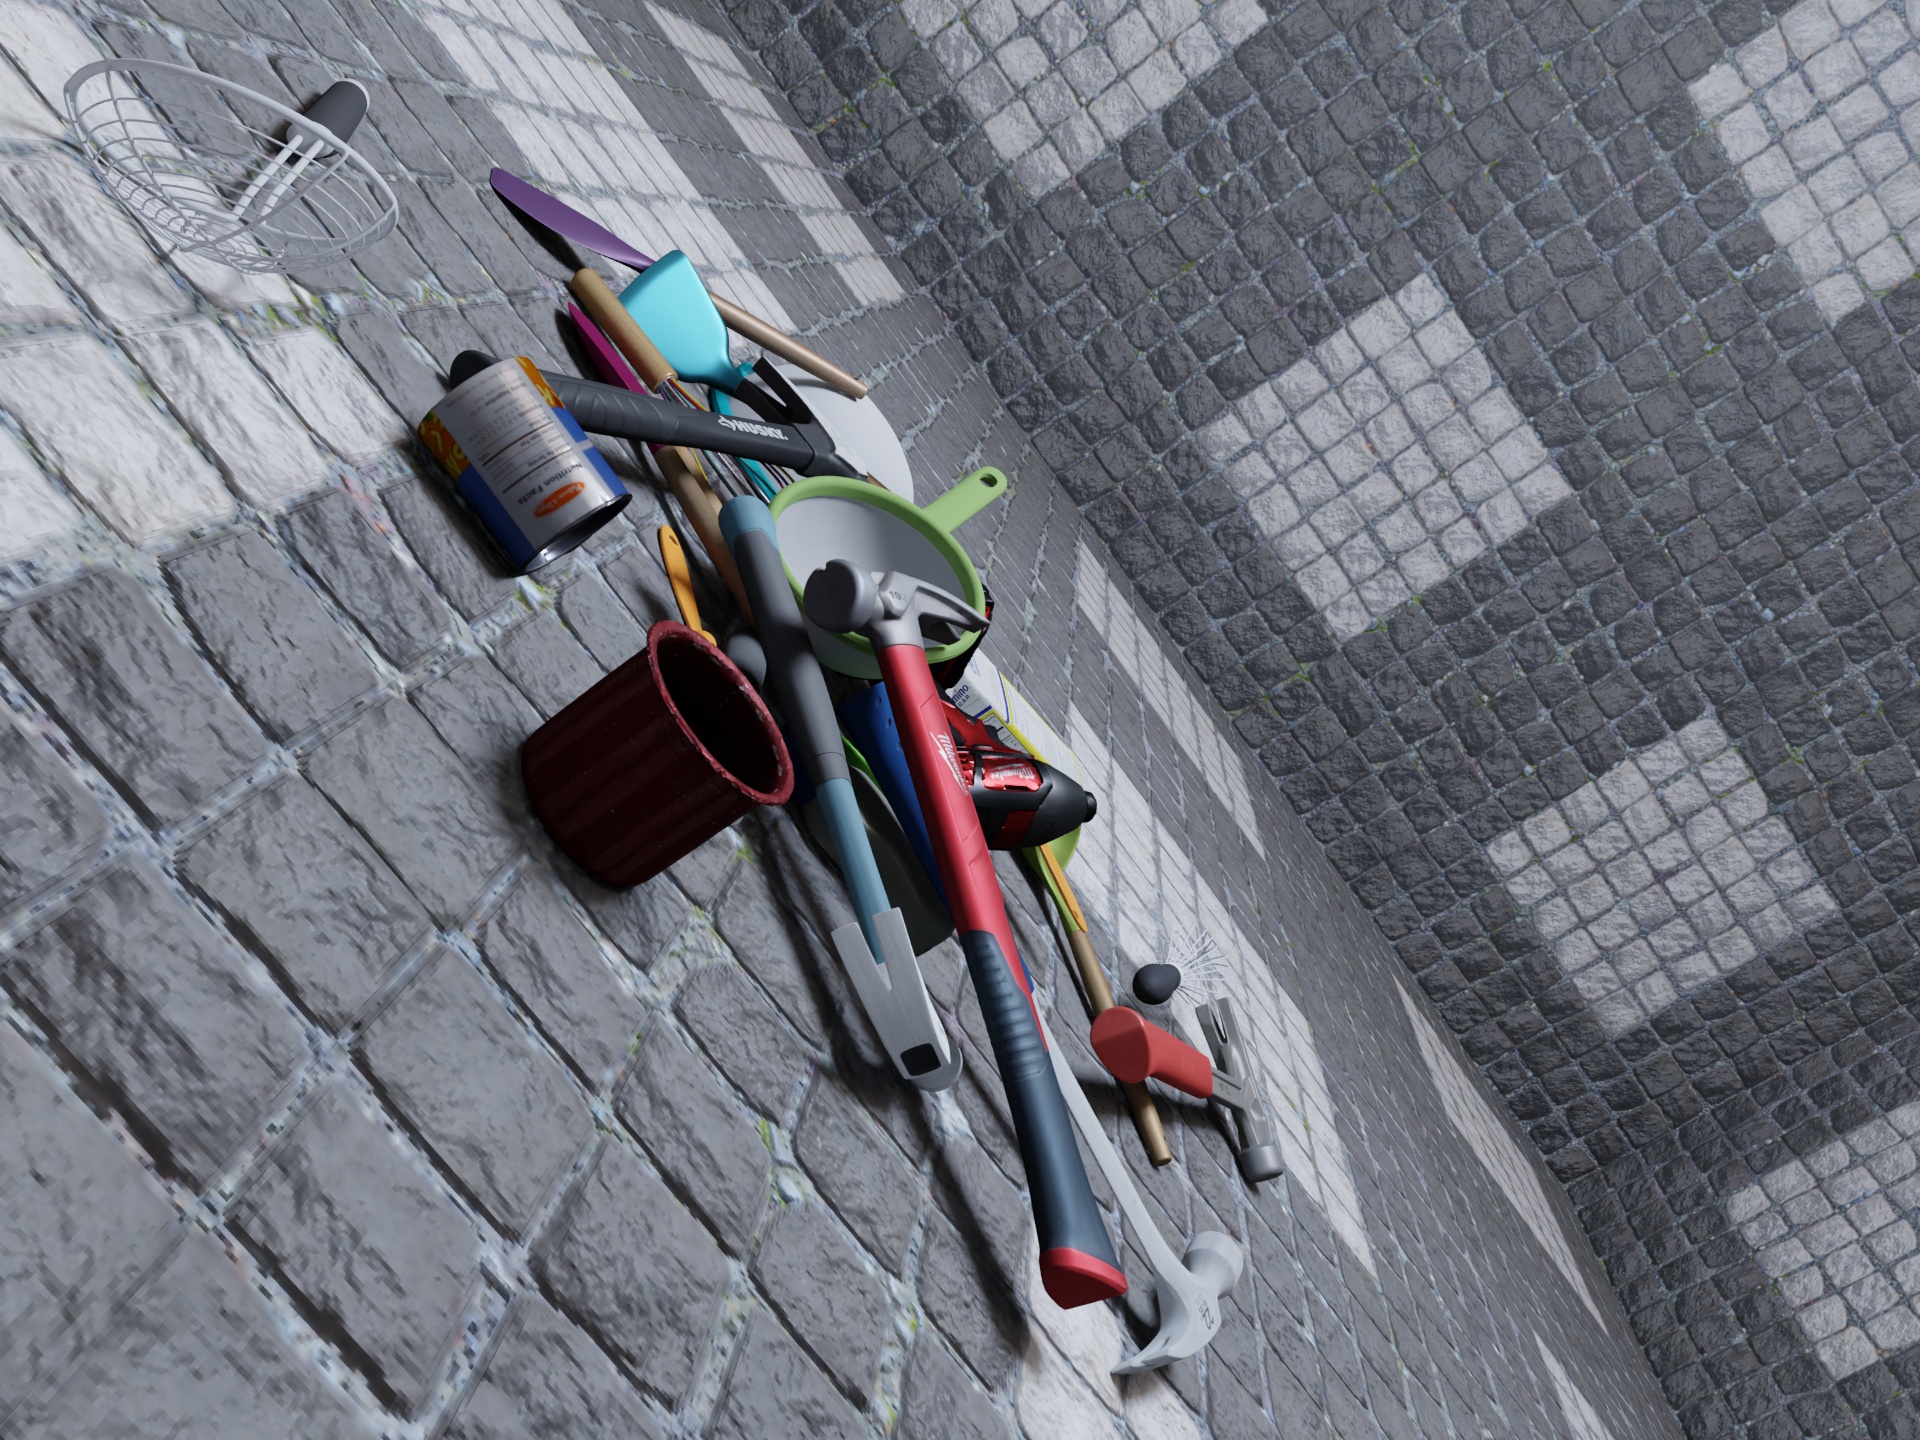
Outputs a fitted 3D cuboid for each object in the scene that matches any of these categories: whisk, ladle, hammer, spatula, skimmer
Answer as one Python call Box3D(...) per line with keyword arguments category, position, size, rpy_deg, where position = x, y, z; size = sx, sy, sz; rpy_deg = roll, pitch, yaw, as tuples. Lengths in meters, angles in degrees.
Box3D(category="whisk", position=(-0.187, -0.218, 1.097), size=(0.245, 0.047, 0.051), rpy_deg=(52, 39, 7))
Box3D(category="whisk", position=(0.171, 0.204, 1.271), size=(0.070, 0.070, 0.284), rpy_deg=(59, 11, 12))
Box3D(category="ladle", position=(0.105, 0.175, 1.173), size=(0.078, 0.062, 0.321), rpy_deg=(52, 15, -51))
Box3D(category="hammer", position=(0.163, 0.243, 1.148), size=(0.358, 0.036, 0.149), rpy_deg=(41, 30, -60))
Box3D(category="hammer", position=(-0.070, 0.025, 0.829), size=(0.128, 0.033, 0.331), rpy_deg=(72, -2, -65))
Box3D(category="hammer", position=(-0.173, -0.184, 0.969), size=(0.146, 0.035, 0.334), rpy_deg=(52, 24, 18))
Box3D(category="spatula", position=(-0.113, -0.210, 1.151), size=(0.317, 0.082, 0.044), rpy_deg=(39, -23, 1))
Box3D(category="hammer", position=(0.037, 0.165, 0.882), size=(0.405, 0.035, 0.144), rpy_deg=(62, 25, 2))
Box3D(category="skimmer", position=(-0.315, -0.292, 0.759), size=(0.127, 0.090, 0.364), rpy_deg=(15, 27, -18))
Box3D(category="hammer", position=(0.018, 0.102, 0.825), size=(0.143, 0.038, 0.387), rpy_deg=(13, 55, -58))
Box3D(category="spatula", position=(-0.201, -0.317, 1.177), size=(0.315, 0.018, 0.060), rpy_deg=(25, 28, -29))
Box3D(category="whisk", position=(-0.124, -0.007, 0.852), size=(0.055, 0.055, 0.239), rpy_deg=(51, 10, -19))

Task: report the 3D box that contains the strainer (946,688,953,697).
Box3D(category="strainer", position=(-0.036, -0.007, 1.154), size=(0.086, 0.050, 0.259), rpy_deg=(52, 18, -17))

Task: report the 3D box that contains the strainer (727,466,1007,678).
Box3D(category="strainer", position=(-0.042, -0.100, 1.032), size=(0.151, 0.069, 0.256), rpy_deg=(40, 38, 4))

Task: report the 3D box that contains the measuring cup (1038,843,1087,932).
Box3D(category="measuring cup", position=(0.030, 0.086, 1.136), size=(0.174, 0.052, 0.095), rpy_deg=(62, 15, 17))

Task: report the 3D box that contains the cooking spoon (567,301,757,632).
Box3D(category="cooking spoon", position=(-0.178, -0.152, 1.013), size=(0.319, 0.017, 0.068), rpy_deg=(57, 6, 22))

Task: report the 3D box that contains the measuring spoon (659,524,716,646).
Box3D(category="measuring spoon", position=(-0.162, -0.080, 0.947), size=(0.021, 0.011, 0.117), rpy_deg=(40, 21, -48))

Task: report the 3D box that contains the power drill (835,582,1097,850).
Box3D(category="power drill", position=(-0.002, -0.003, 1.059), size=(0.143, 0.078, 0.220), rpy_deg=(5, 40, -32))

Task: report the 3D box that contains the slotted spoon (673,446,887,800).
Box3D(category="slotted spoon", position=(-0.120, -0.061, 1.012), size=(0.314, 0.031, 0.070), rpy_deg=(59, -9, 25))

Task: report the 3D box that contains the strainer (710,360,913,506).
Box3D(category="strainer", position=(-0.100, -0.191, 1.237), size=(0.210, 0.095, 0.341), rpy_deg=(51, 13, -19))
